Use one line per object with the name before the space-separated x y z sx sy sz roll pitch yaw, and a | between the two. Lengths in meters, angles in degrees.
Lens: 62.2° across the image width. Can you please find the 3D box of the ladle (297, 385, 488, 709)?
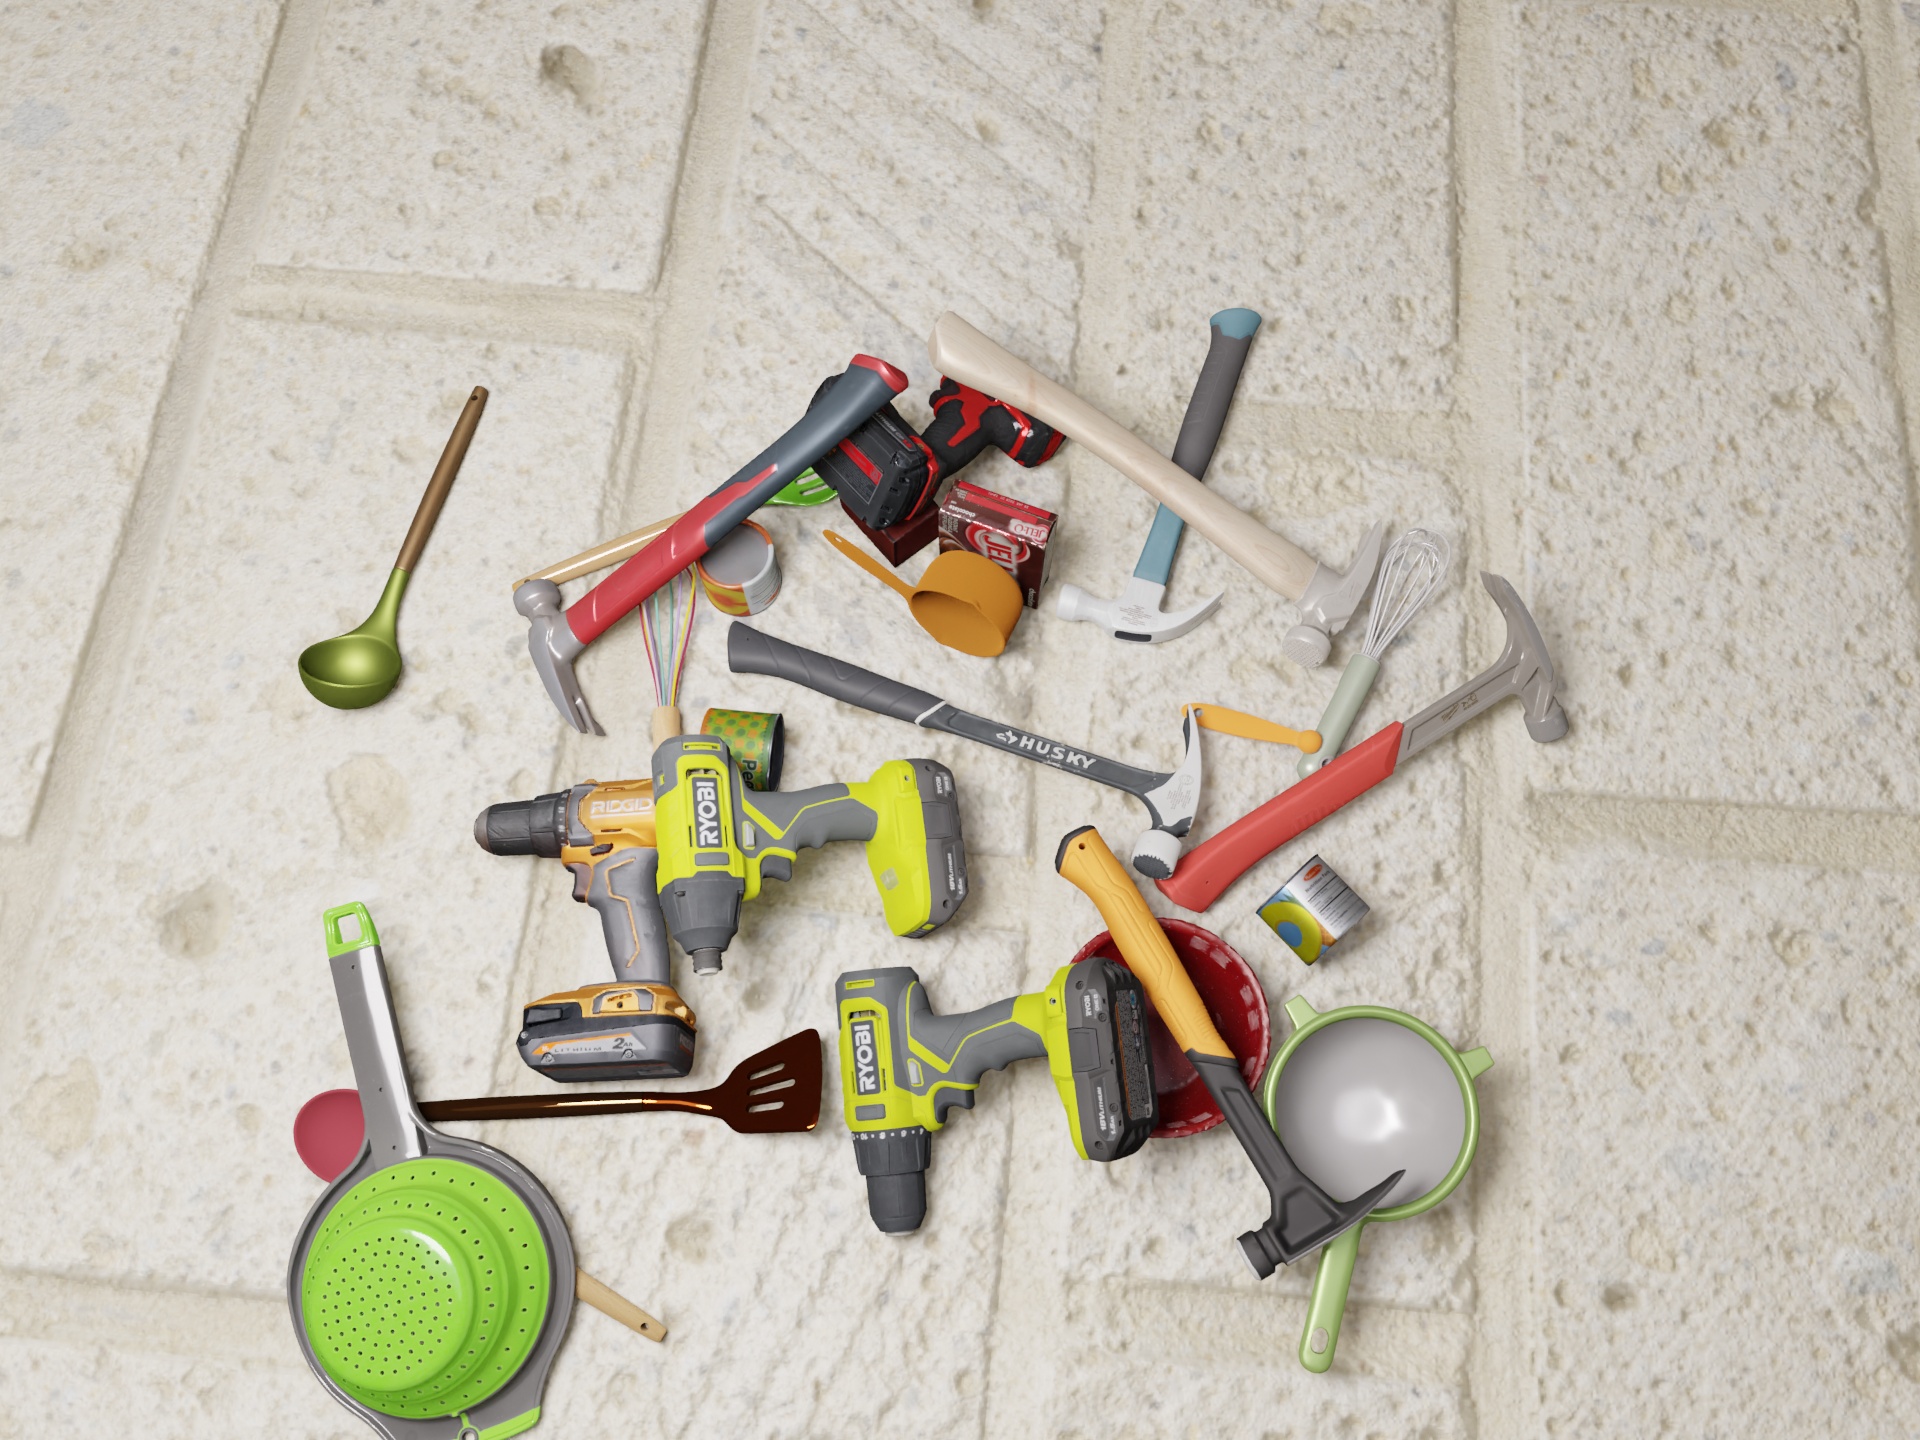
ladle | -0.461 -0.153 1.331 0.078 0.062 0.320 15 69 3

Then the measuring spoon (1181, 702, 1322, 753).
measuring spoon | 0.233 0.004 1.279 0.117 0.011 0.021 15 76 21

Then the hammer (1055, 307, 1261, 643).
hammer | 0.192 -0.215 1.359 0.128 0.033 0.331 18 71 7

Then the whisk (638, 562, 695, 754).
whisk | -0.237 -0.031 1.293 0.047 0.051 0.245 -2 73 -6

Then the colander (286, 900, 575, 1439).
colander | -0.401 0.318 1.110 0.204 0.094 0.397 -17 80 -2

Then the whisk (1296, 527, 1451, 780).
whisk | 0.334 -0.055 1.300 0.059 0.057 0.246 17 71 43

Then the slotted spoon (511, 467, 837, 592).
slotted spoon | -0.232 -0.170 1.350 0.314 0.031 0.070 -23 72 -6

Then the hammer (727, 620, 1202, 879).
hammer | -0.002 -0.004 1.276 0.409 0.036 0.149 19 56 10

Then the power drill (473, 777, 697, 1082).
power drill | -0.280 0.151 1.192 0.185 0.084 0.226 -4 66 6

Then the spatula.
spatula | -0.261 0.280 1.182 0.322 0.041 0.081 -3 54 1

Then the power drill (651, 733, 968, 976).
power drill | -0.114 0.101 1.179 0.223 0.080 0.171 2 68 -26

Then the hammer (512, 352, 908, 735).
hammer | -0.189 -0.143 1.239 0.386 0.038 0.143 -35 69 20

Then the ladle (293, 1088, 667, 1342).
ladle | -0.349 0.365 1.161 0.315 0.031 0.069 29 83 8

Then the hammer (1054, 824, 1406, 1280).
hammer | 0.174 0.217 1.141 0.127 0.034 0.337 -31 72 -2

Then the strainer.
strainer | 0.281 0.336 1.147 0.151 0.069 0.256 14 77 11

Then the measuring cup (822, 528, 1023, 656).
measuring cup | -0.027 -0.121 1.286 0.173 0.095 0.052 34 67 -5

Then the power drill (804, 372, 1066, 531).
power drill | -0.022 -0.251 1.315 0.143 0.078 0.219 47 48 14

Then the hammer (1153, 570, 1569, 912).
hammer | 0.305 0.033 1.244 0.359 0.037 0.149 -31 107 -6

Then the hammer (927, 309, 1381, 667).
hammer | 0.156 -0.213 1.299 0.410 0.038 0.146 34 65 -3

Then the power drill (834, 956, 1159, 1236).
power drill | 0.019 0.264 1.134 0.228 0.080 0.191 -11 78 25
